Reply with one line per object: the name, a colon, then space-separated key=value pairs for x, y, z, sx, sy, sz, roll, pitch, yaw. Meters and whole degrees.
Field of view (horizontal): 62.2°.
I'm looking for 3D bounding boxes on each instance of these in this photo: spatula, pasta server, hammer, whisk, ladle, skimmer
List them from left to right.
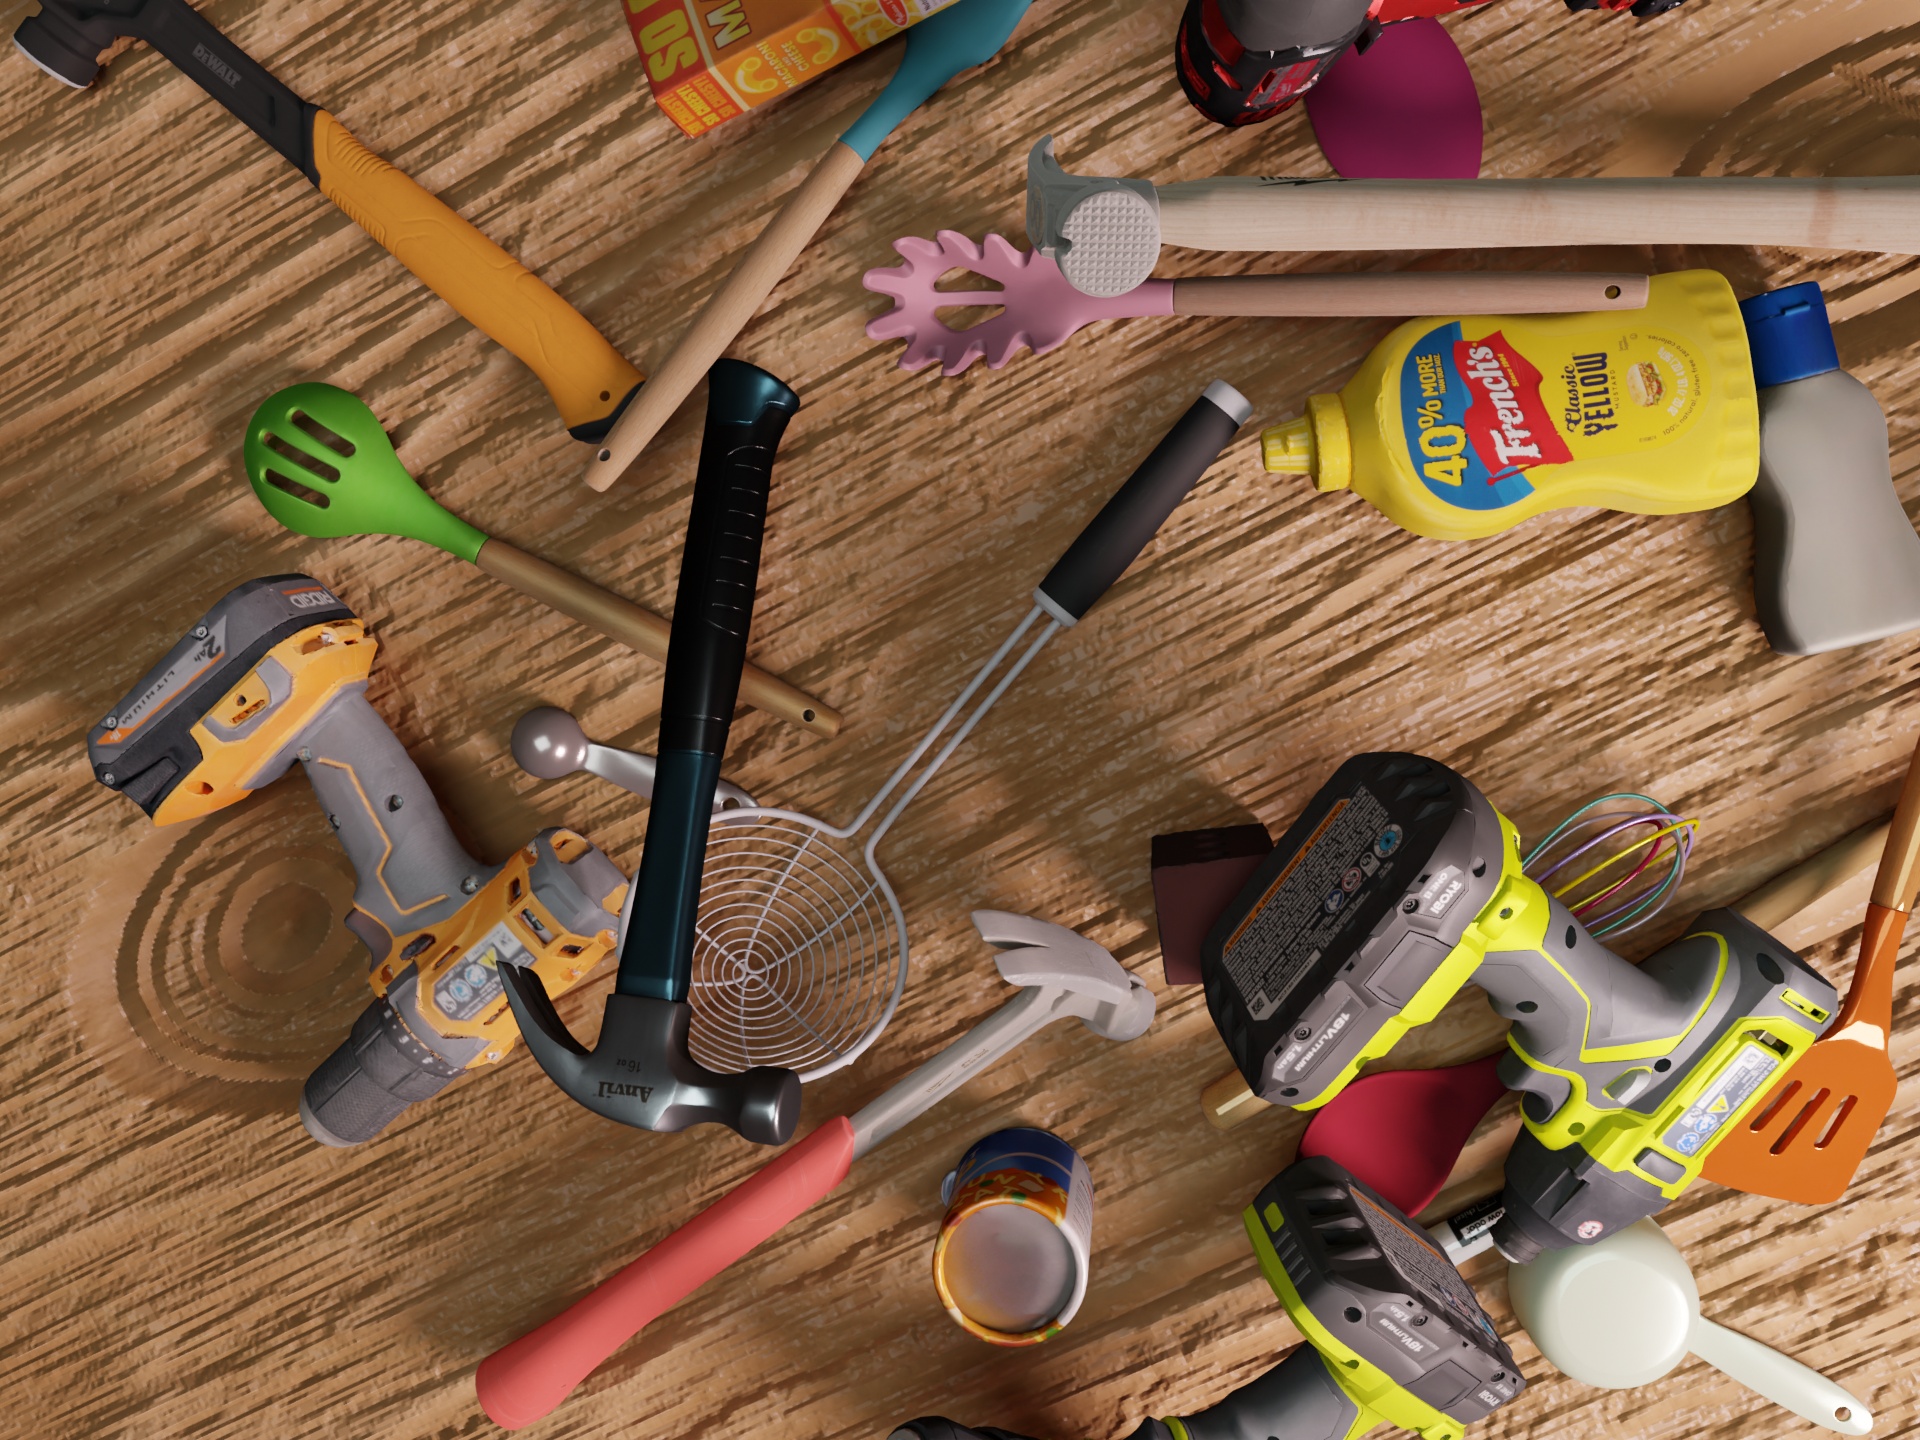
hammer: x=-0.267 y=-0.250 z=0.720 sx=0.337 sy=0.034 sz=0.127 roll=41 pitch=98 yaw=2
hammer: x=-0.110 y=0.002 z=0.669 sx=0.128 sy=0.033 sz=0.331 roll=3 pitch=75 yaw=13
hammer: x=-0.083 y=0.205 z=0.694 sx=0.359 sy=0.149 sz=0.037 roll=-38 pitch=59 yaw=13
spatula: x=-0.068 y=-0.230 z=0.684 sx=0.082 sy=0.044 sz=0.317 roll=37 pitch=90 yaw=17
skimmer: x=-0.001 y=-0.002 z=0.679 sx=0.127 sy=0.090 sz=0.363 roll=41 pitch=97 yaw=6
pasta server: x=0.115 y=-0.175 z=0.659 sx=0.316 sy=0.040 sz=0.060 roll=4 pitch=110 yaw=16
whisk: x=0.209 y=0.107 z=0.689 sx=0.245 sy=0.047 sz=0.051 roll=-34 pitch=91 yaw=11
hammer: x=0.231 y=-0.206 z=0.638 sx=0.410 sy=0.146 sz=0.038 roll=-2 pitch=119 yaw=-5
ladle: x=0.280 y=0.124 z=0.690 sx=0.315 sy=0.031 sz=0.069 roll=-34 pitch=100 yaw=5
spatula: x=0.386 y=0.052 z=0.659 sx=0.081 sy=0.041 sz=0.322 roll=15 pitch=94 yaw=-6

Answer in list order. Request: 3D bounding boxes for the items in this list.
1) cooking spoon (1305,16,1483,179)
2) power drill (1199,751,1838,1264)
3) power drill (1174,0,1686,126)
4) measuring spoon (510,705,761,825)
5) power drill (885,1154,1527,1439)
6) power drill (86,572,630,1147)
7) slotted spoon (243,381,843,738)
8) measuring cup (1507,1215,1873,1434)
cooking spoon: x=0.139 y=-0.365 z=0.675 sx=0.069 sy=0.017 sz=0.319 roll=-24 pitch=92 yaw=7
power drill: x=0.212 y=0.122 z=0.622 sx=0.223 sy=0.080 sz=0.171 roll=29 pitch=106 yaw=-22
power drill: x=0.196 y=-0.299 z=0.599 sx=0.219 sy=0.143 sz=0.078 roll=-20 pitch=92 yaw=-4
measuring spoon: x=-0.151 y=0.025 z=0.734 sx=0.124 sy=0.018 sz=0.034 roll=18 pitch=96 yaw=4
power drill: x=0.096 y=0.288 z=0.656 sx=0.228 sy=0.080 sz=0.190 roll=-43 pitch=121 yaw=11
power drill: x=-0.284 y=0.070 z=0.724 sx=0.185 sy=0.084 sz=0.226 roll=-42 pitch=93 yaw=9
slotted spoon: x=-0.195 y=-0.068 z=0.729 sx=0.314 sy=0.031 sz=0.070 roll=27 pitch=96 yaw=2
measuring cup: x=0.322 y=0.272 z=0.689 sx=0.167 sy=0.038 sz=0.083 roll=27 pitch=96 yaw=6
